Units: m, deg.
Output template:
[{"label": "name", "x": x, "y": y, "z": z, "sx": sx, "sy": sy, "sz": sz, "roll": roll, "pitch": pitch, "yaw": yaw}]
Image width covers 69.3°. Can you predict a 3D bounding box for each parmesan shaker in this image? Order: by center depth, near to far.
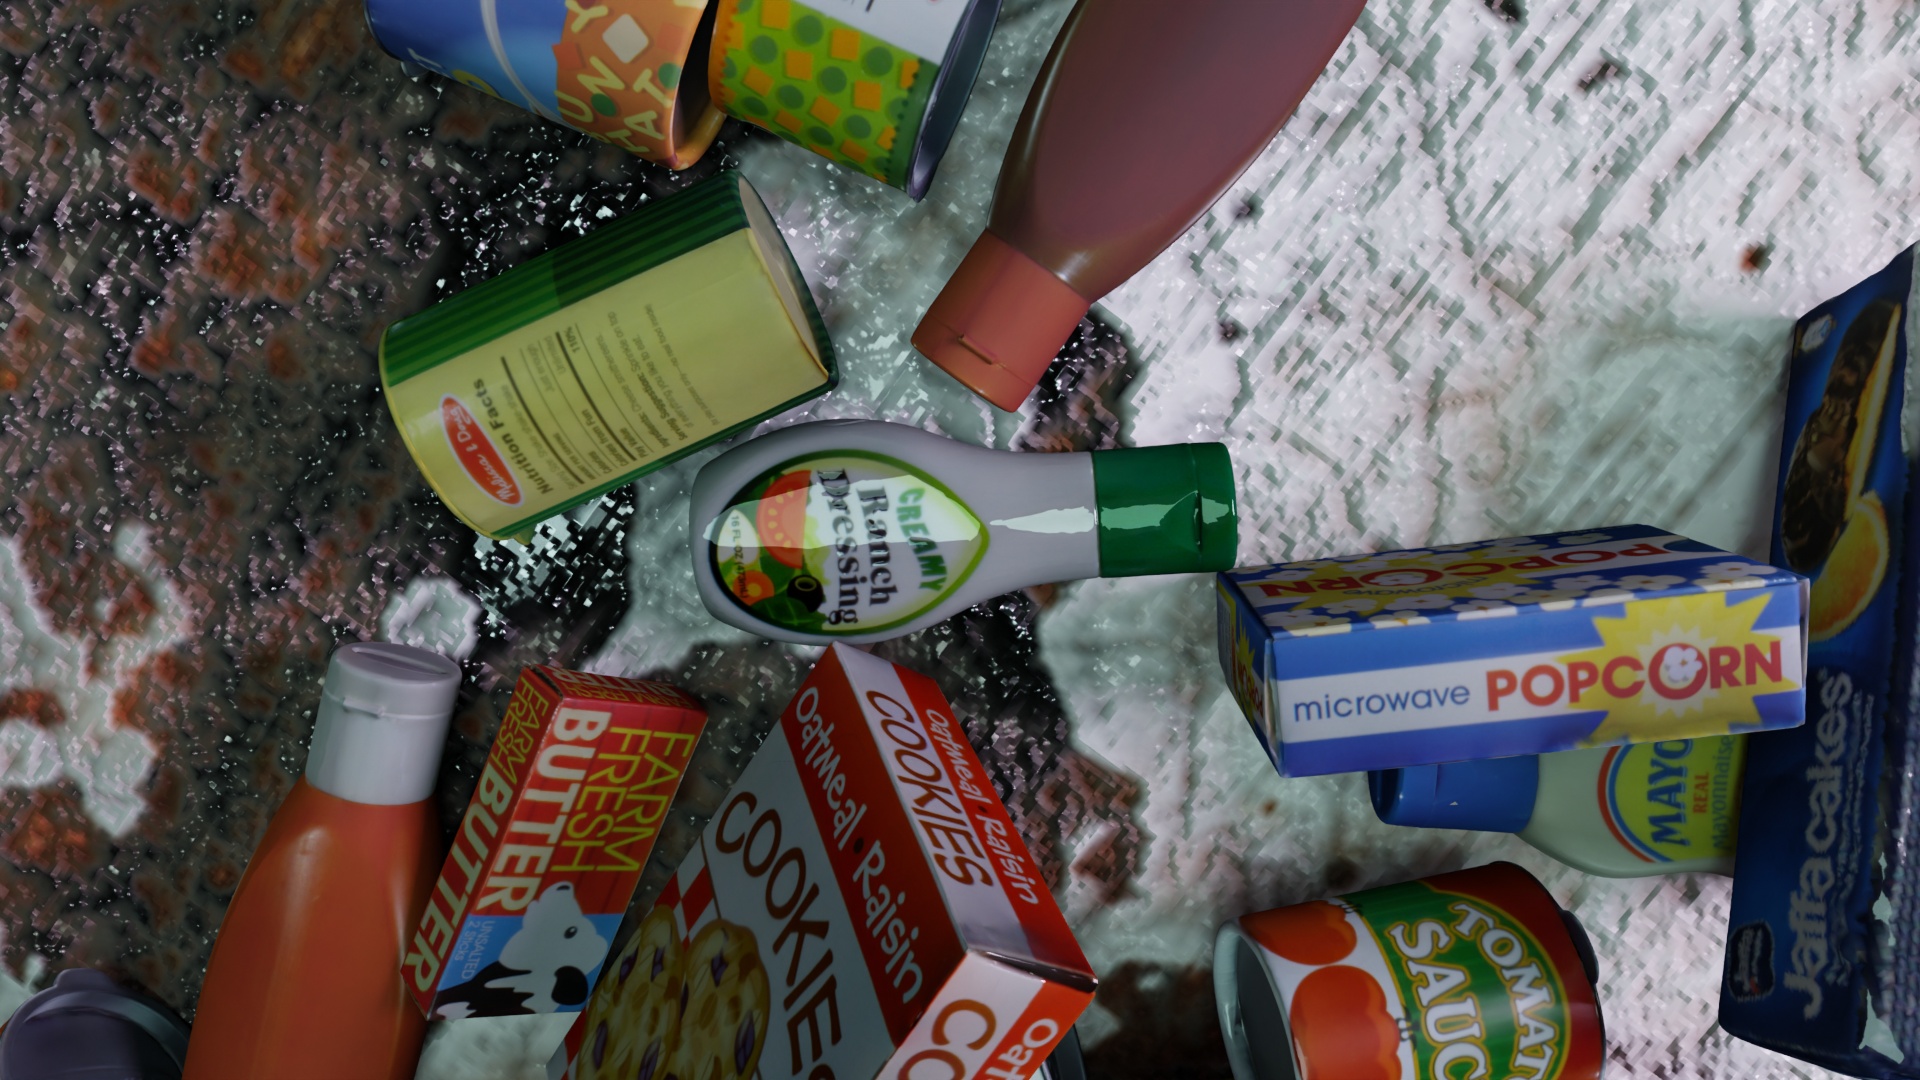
[{"label": "parmesan shaker", "x": -0.091, "y": -0.048, "z": 0.379, "sx": 0.103, "sy": 0.071, "sz": 0.071, "roll": -23, "pitch": 96, "yaw": 5}]

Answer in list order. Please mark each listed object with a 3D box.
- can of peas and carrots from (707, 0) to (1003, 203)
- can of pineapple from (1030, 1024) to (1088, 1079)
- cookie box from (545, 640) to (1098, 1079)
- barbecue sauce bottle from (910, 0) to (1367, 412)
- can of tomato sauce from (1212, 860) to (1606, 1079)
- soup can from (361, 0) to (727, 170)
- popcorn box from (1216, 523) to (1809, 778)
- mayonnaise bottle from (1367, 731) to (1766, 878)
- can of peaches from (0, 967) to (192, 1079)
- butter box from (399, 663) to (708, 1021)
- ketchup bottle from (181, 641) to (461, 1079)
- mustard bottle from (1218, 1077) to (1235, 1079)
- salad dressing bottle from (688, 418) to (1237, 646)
[{"label": "can of peas and carrots", "x": -0.027, "y": -0.131, "z": 0.366, "sx": 0.059, "sy": 0.071, "sz": 0.071, "roll": 24, "pitch": 98, "yaw": 0}, {"label": "can of pineapple", "x": 0.001, "y": 0.147, "z": 0.398, "sx": 0.058, "sy": 0.071, "sz": 0.071, "roll": -19, "pitch": 96, "yaw": 7}, {"label": "cookie box", "x": -0.046, "y": 0.127, "z": 0.360, "sx": 0.040, "sy": 0.123, "sz": 0.167, "roll": 26, "pitch": 106, "yaw": -30}, {"label": "barbecue sauce bottle", "x": 0.042, "y": -0.105, "z": 0.376, "sx": 0.065, "sy": 0.044, "sz": 0.148, "roll": 35, "pitch": 98, "yaw": -2}, {"label": "can of tomato sauce", "x": 0.120, "y": 0.128, "z": 0.378, "sx": 0.083, "sy": 0.071, "sz": 0.071, "roll": -9, "pitch": 97, "yaw": -8}, {"label": "soup can", "x": -0.103, "y": -0.142, "z": 0.368, "sx": 0.084, "sy": 0.071, "sz": 0.071, "roll": 23, "pitch": 98, "yaw": 0}, {"label": "popcorn box", "x": 0.136, "y": 0.026, "z": 0.365, "sx": 0.127, "sy": 0.085, "sz": 0.038, "roll": -6, "pitch": 98, "yaw": 3}, {"label": "mayonnaise bottle", "x": 0.193, "y": 0.067, "z": 0.389, "sx": 0.148, "sy": 0.041, "sz": 0.064, "roll": 3, "pitch": 90, "yaw": 2}, {"label": "can of peaches", "x": -0.272, "y": 0.175, "z": 0.416, "sx": 0.058, "sy": 0.071, "sz": 0.071, "roll": -44, "pitch": 93, "yaw": 8}, {"label": "butter box", "x": -0.117, "y": 0.088, "z": 0.402, "sx": 0.024, "sy": 0.053, "sz": 0.103, "roll": 31, "pitch": 101, "yaw": 43}, {"label": "ketchup bottle", "x": -0.183, "y": 0.106, "z": 0.412, "sx": 0.065, "sy": 0.043, "sz": 0.148, "roll": 16, "pitch": 97, "yaw": 0}, {"label": "mustard bottle", "x": 0.039, "y": 0.201, "z": 0.410, "sx": 0.160, "sy": 0.049, "sz": 0.065, "roll": -9, "pitch": 91, "yaw": 4}, {"label": "salad dressing bottle", "x": 0.001, "y": -0.005, "z": 0.389, "sx": 0.148, "sy": 0.044, "sz": 0.064, "roll": -4, "pitch": 103, "yaw": 3}]
